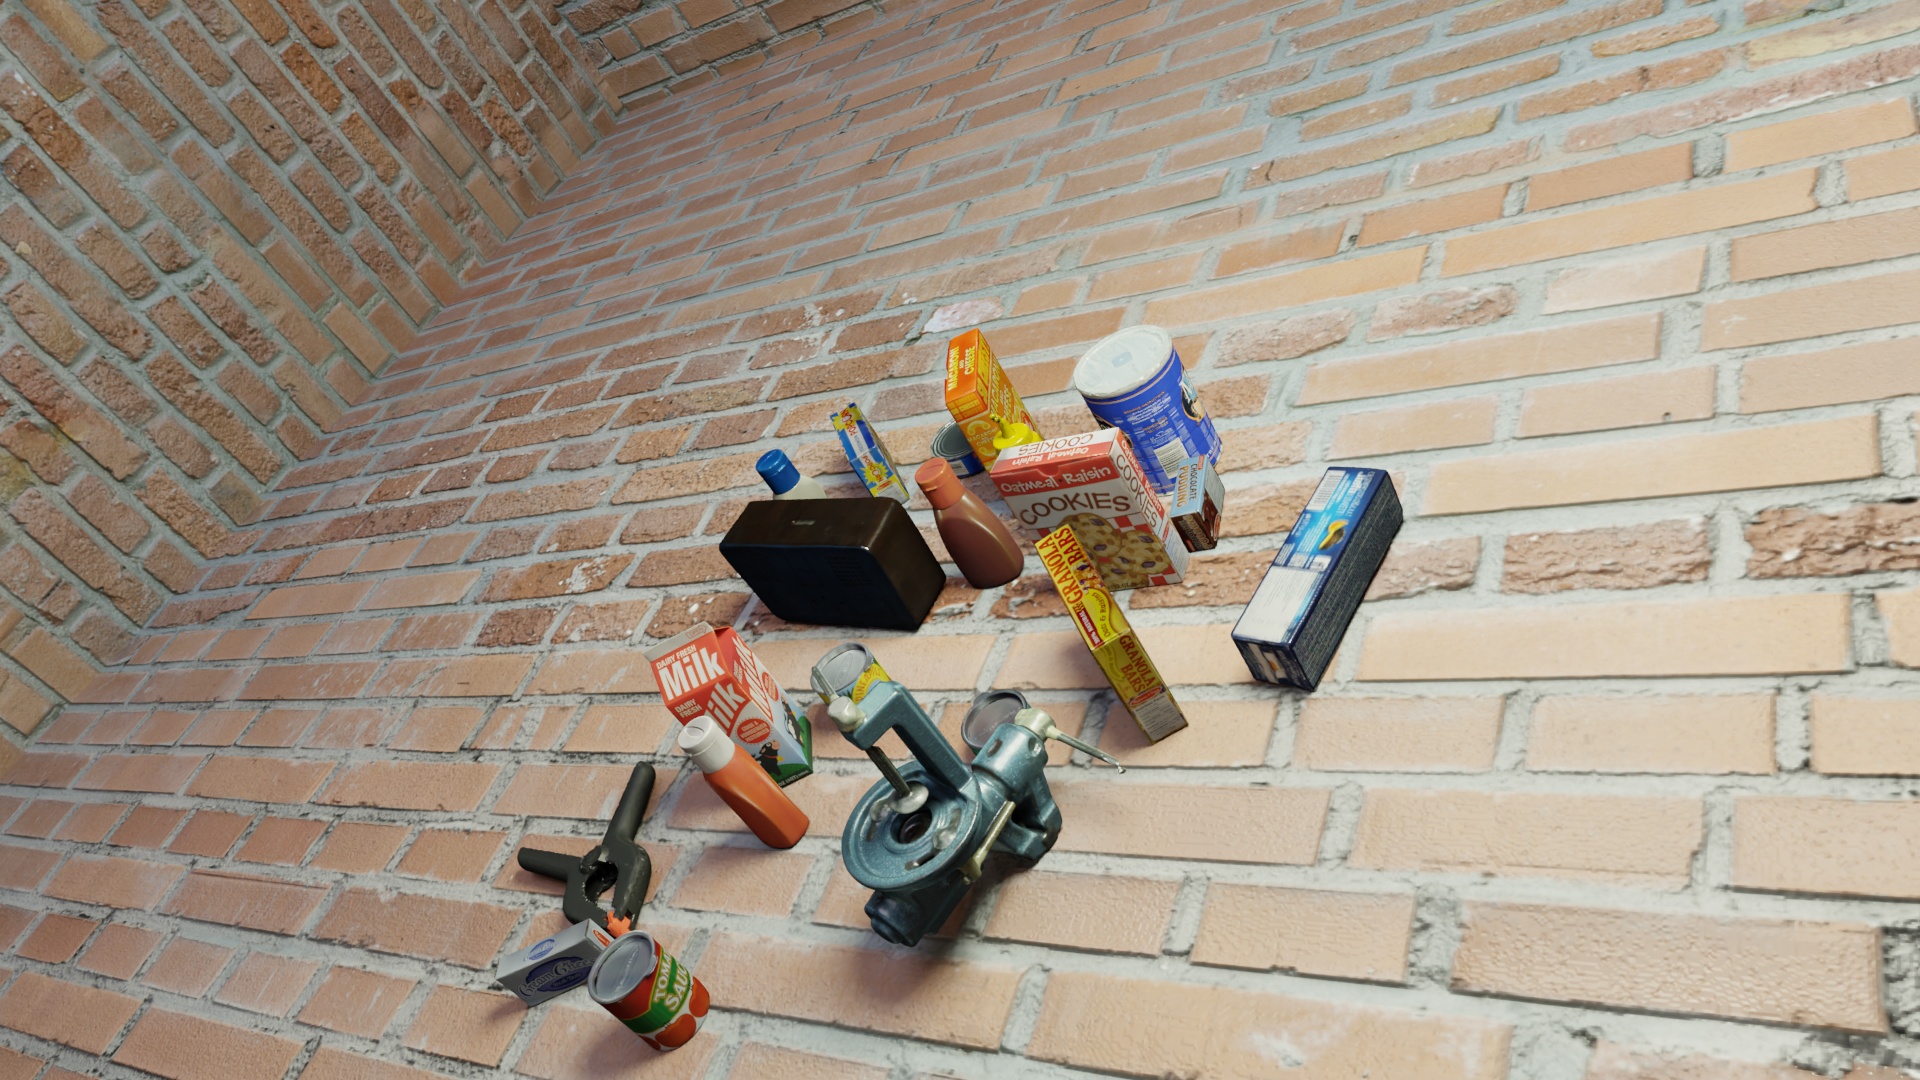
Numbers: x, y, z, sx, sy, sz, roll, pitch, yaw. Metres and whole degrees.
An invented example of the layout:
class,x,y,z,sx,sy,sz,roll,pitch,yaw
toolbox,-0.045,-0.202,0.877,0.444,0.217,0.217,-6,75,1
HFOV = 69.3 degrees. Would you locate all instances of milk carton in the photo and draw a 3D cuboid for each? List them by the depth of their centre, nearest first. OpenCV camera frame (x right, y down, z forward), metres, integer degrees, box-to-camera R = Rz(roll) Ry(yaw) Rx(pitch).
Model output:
class,x,y,z,sx,sy,sz,roll,pitch,yaw
milk carton,-0.219,0.153,1.319,0.072,0.190,0.074,-27,34,10

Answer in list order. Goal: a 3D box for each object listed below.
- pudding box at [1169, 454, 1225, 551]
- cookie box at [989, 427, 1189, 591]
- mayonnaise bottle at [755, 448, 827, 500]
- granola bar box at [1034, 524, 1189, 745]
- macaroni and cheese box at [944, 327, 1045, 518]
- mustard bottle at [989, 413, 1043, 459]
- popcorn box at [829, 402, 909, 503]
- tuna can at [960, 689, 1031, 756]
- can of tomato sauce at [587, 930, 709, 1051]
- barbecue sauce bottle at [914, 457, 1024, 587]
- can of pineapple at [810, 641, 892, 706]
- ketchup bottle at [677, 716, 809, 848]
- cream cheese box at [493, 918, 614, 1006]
class,x,y,z,sx,sy,sz,roll,pitch,yaw
pudding box,0.224,-0.036,1.312,0.030,0.049,0.084,-13,39,29
cookie box,0.120,-0.022,1.276,0.123,0.167,0.040,-9,41,33
mayonnaise bottle,-0.176,-0.039,1.562,0.065,0.147,0.041,-47,36,-19
granola bar box,0.126,0.078,1.184,0.039,0.123,0.166,-31,34,4
macaroni and cheese box,0.038,-0.124,1.473,0.040,0.166,0.124,-21,35,19
mustard bottle,0.073,-0.068,1.381,0.049,0.159,0.065,-46,35,-17
popcorn box,-0.107,-0.099,1.637,0.038,0.085,0.127,-32,34,3
tuna can,0.036,0.166,1.232,0.071,0.032,0.071,-22,35,17
can of tomato sauce,-0.259,0.379,1.167,0.071,0.082,0.071,-22,35,17
barbecue sauce bottle,0.005,-0.017,1.384,0.065,0.148,0.044,-16,38,26
can of pineapple,-0.103,0.142,1.356,0.071,0.057,0.071,-22,35,17
ketchup bottle,-0.199,0.219,1.258,0.064,0.148,0.044,6,51,45
cream cheese box,-0.368,0.388,1.273,0.103,0.053,0.024,-26,34,12
